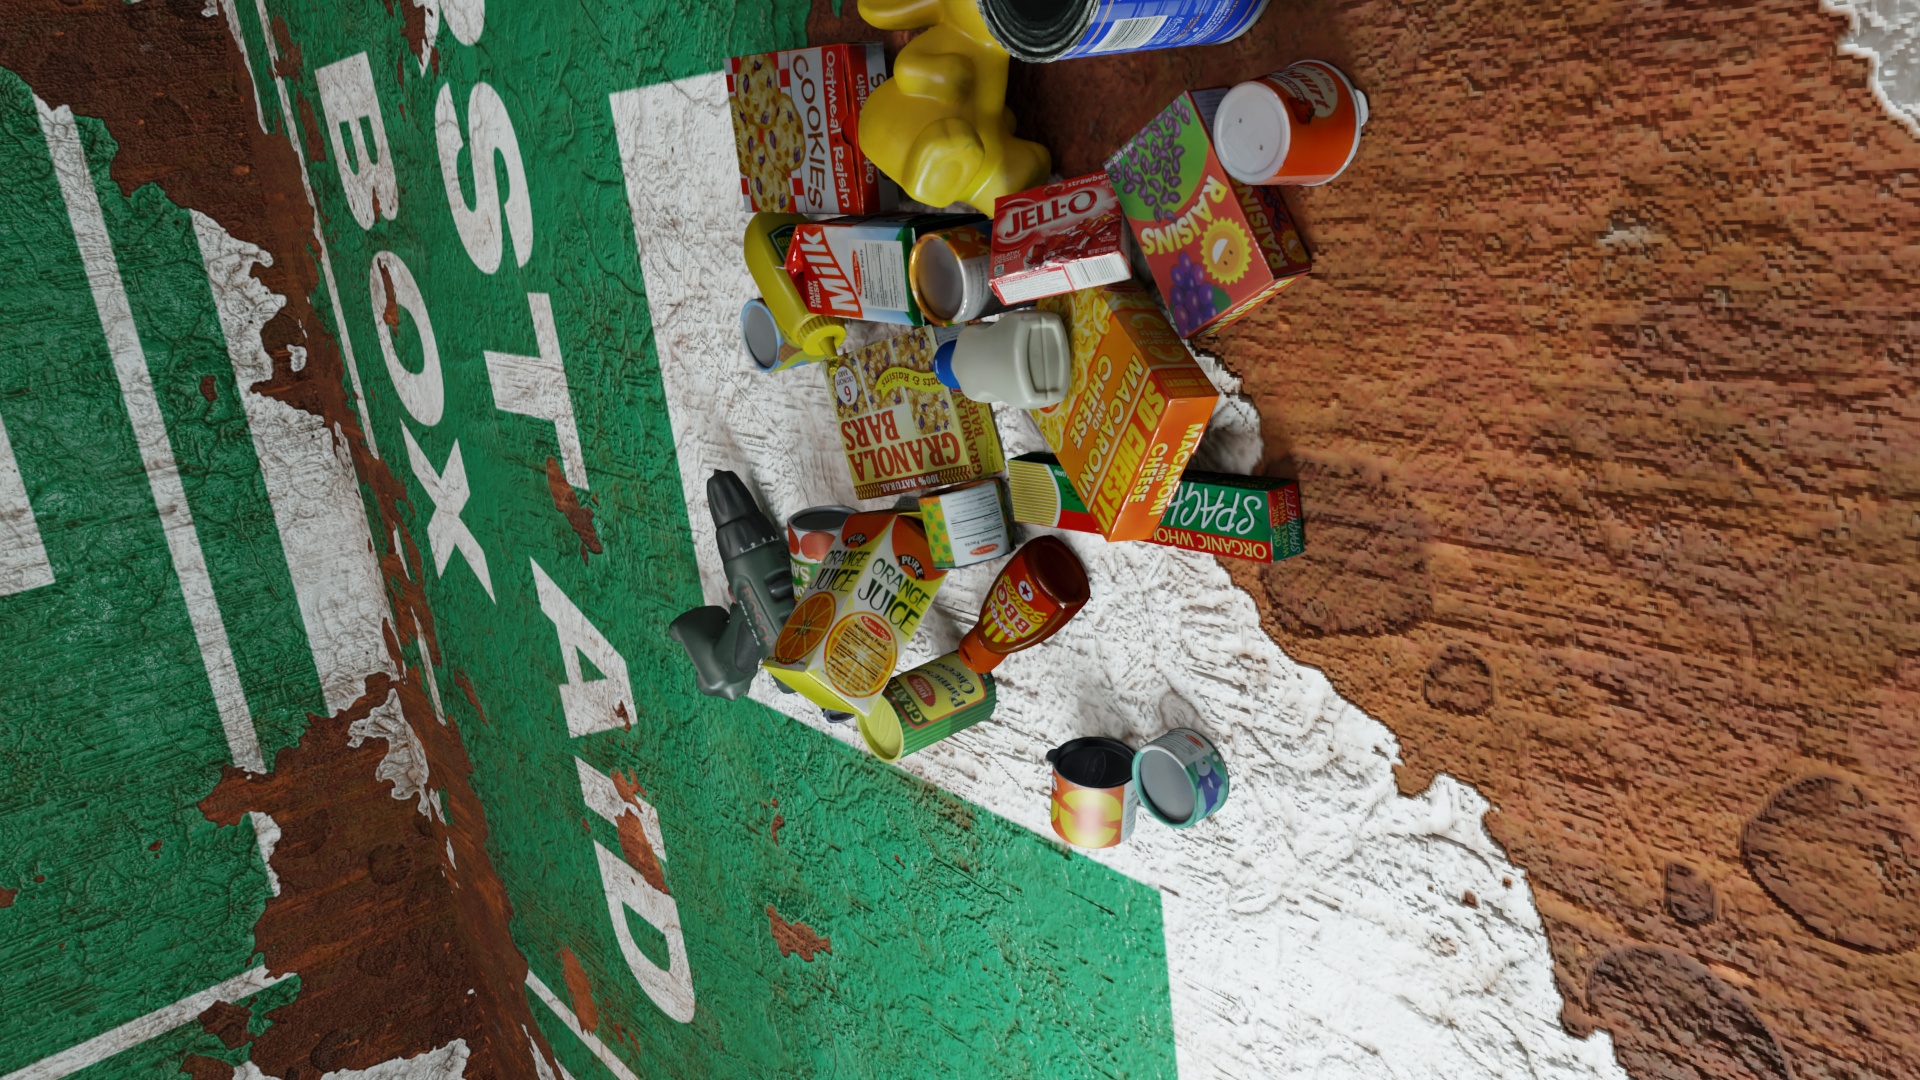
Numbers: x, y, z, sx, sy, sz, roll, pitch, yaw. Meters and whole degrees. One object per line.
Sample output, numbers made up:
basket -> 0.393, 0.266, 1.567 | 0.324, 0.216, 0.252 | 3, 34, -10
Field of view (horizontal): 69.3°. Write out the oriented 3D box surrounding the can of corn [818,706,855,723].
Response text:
can of corn -> -0.114, 0.129, 1.300 | 0.058, 0.071, 0.070 | 53, 141, 24

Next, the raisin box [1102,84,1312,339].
raisin box -> 0.146, -0.194, 0.830 | 0.085, 0.040, 0.123 | -32, 79, 53

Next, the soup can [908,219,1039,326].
soup can -> 0.014, -0.190, 0.968 | 0.071, 0.084, 0.071 | 28, 127, 44

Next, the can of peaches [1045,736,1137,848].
can of peaches -> 0.099, 0.190, 1.048 | 0.071, 0.071, 0.057 | 28, 128, 44

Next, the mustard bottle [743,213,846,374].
mustard bottle -> -0.129, -0.204, 1.155 | 0.161, 0.065, 0.048 | 64, 143, 23

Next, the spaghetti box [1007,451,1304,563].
spaghetti box -> 0.124, -0.026, 0.947 | 0.250, 0.029, 0.050 | 11, 114, 51

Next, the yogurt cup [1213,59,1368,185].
yogurt cup -> 0.176, -0.226, 0.761 | 0.072, 0.054, 0.072 | 28, 128, 44

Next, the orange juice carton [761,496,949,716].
orange juice carton -> -0.074, 0.042, 1.138 | 0.073, 0.193, 0.071 | 41, 156, -30

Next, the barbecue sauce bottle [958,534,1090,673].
barbecue sauce bottle -> 0.044, 0.057, 1.080 | 0.065, 0.044, 0.147 | 58, 143, 15

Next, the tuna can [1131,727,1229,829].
tuna can -> 0.157, 0.173, 0.994 | 0.071, 0.033, 0.070 | 27, 126, 44

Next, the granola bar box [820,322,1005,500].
granola bar box -> -0.041, -0.103, 1.121 | 0.165, 0.039, 0.124 | -7, 99, 54

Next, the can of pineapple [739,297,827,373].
can of pineapple -> -0.151, -0.184, 1.213 | 0.071, 0.058, 0.070 | 27, 126, 44

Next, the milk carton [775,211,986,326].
milk carton -> -0.063, -0.213, 1.071 | 0.190, 0.072, 0.073 | 16, 118, 48

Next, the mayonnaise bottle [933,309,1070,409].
mayonnaise bottle -> 0.025, -0.123, 0.955 | 0.148, 0.041, 0.064 | -167, 70, -66

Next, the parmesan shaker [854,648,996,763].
parmesan shaker -> -0.030, 0.135, 1.164 | 0.071, 0.103, 0.071 | 27, 126, 43

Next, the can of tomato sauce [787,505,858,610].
can of tomato sauce -> -0.123, 0.018, 1.261 | 0.071, 0.071, 0.082 | 22, 123, 46

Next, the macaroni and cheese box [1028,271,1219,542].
macaroni and cheese box -> 0.096, -0.100, 0.903 | 0.123, 0.040, 0.167 | 109, 146, -42

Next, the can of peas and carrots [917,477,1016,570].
can of peas and carrots -> 0.004, -0.014, 1.081 | 0.071, 0.071, 0.058 | -3, 103, 54

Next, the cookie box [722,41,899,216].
cookie box -> -0.118, -0.317, 1.076 | 0.167, 0.040, 0.122 | 16, 119, 48
